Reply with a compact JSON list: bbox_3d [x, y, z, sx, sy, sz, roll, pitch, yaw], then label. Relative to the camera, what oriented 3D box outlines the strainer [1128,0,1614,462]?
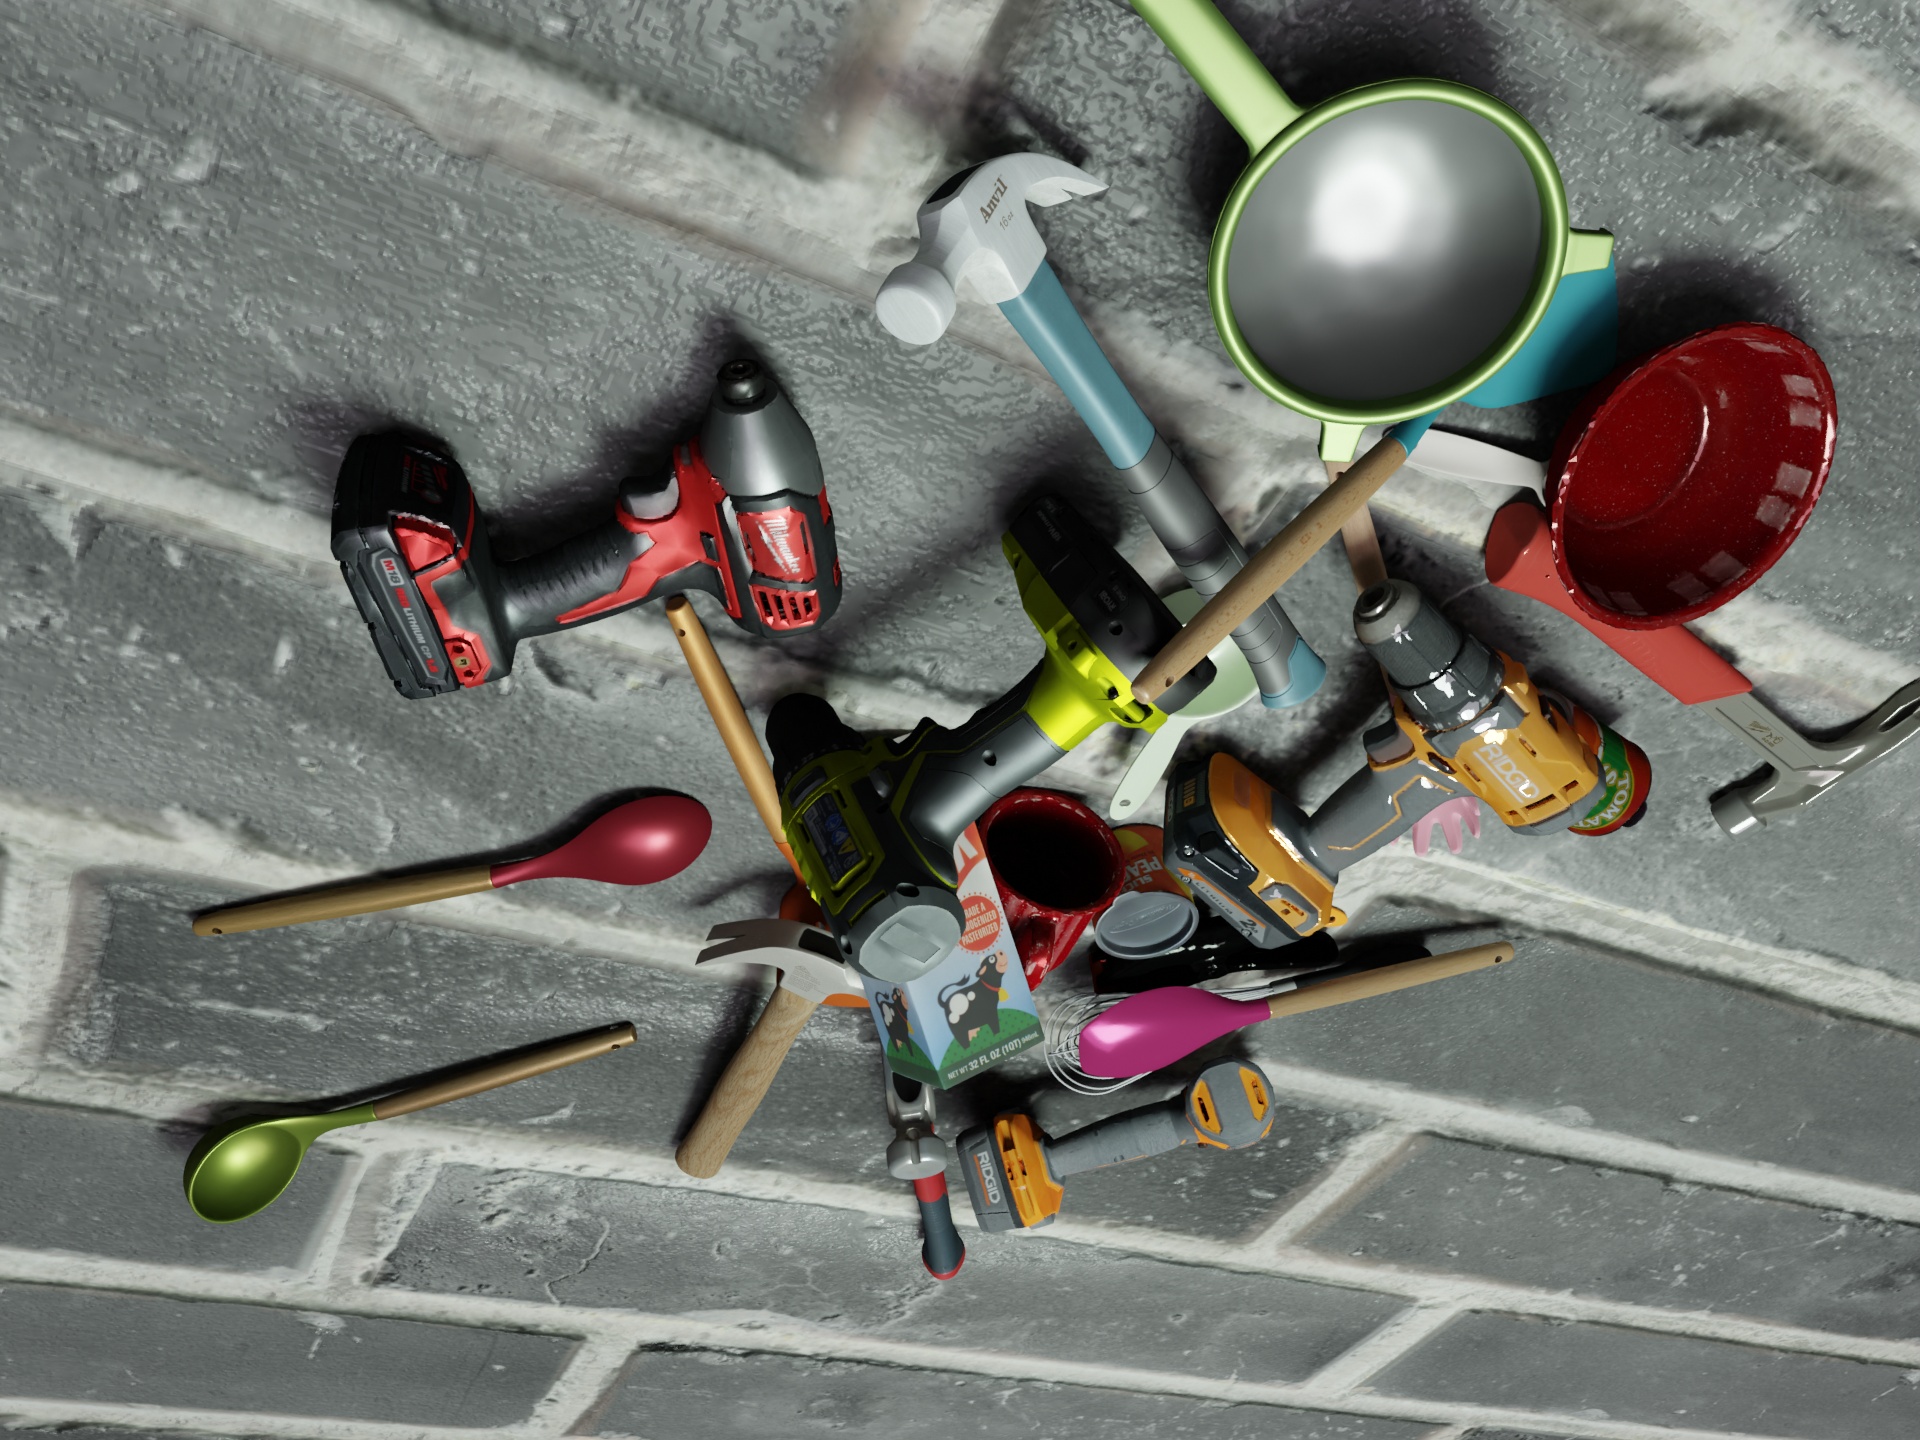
[{"bbox_3d":[0.144,-0.242,0.676,0.151,0.069,0.256,-38,116,25],"label":"strainer"}]

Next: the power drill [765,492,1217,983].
[{"bbox_3d":[-0.001,-0.003,0.812,0.228,0.191,0.080,-43,134,11],"label":"power drill"}]

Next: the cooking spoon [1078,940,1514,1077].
[{"bbox_3d":[0.232,0.190,1.084,0.319,0.017,0.068,-11,118,-11],"label":"cooking spoon"}]

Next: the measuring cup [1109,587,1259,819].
[{"bbox_3d":[0.118,-0.009,0.911,0.083,0.038,0.167,8,134,-18],"label":"measuring cup"}]

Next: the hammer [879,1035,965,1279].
[{"bbox_3d":[-0.026,0.322,1.181,0.038,0.143,0.386,-7,146,-2],"label":"hammer"}]

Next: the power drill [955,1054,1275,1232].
[{"bbox_3d":[0.123,0.309,1.177,0.226,0.084,0.164,-19,162,6],"label":"power drill"}]

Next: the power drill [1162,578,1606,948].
[{"bbox_3d":[0.220,0.026,0.905,0.226,0.084,0.185,-31,121,32],"label":"power drill"}]

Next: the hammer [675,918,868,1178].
[{"bbox_3d":[-0.140,0.231,1.070,0.130,0.031,0.331,27,136,-5],"label":"hammer"}]

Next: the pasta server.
[{"bbox_3d":[0.248,-0.031,0.911,0.060,0.040,0.315,-8,136,22],"label":"pasta server"}]

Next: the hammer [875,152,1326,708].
[{"bbox_3d":[0.086,-0.115,0.728,0.033,0.128,0.330,-2,141,42],"label":"hammer"}]

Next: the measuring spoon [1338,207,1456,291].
[{"bbox_3d":[0.194,-0.200,0.746,0.128,0.021,0.042,-34,130,21],"label":"measuring spoon"}]

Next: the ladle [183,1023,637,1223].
[{"bbox_3d":[-0.372,0.268,1.080,0.320,0.062,0.078,-17,137,3],"label":"ladle"}]

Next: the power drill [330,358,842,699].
[{"bbox_3d":[-0.171,-0.092,0.752,0.219,0.079,0.143,-10,135,-4],"label":"power drill"}]

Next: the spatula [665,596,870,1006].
[{"bbox_3d":[-0.113,0.058,0.930,0.081,0.041,0.322,2,137,21],"label":"spatula"}]

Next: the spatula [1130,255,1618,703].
[{"bbox_3d":[0.197,-0.110,0.748,0.317,0.044,0.082,-43,137,-17],"label":"spatula"}]

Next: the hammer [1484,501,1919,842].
[{"bbox_3d":[0.436,-0.038,0.939,0.358,0.037,0.149,28,123,-32],"label":"hammer"}]

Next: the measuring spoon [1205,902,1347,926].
[{"bbox_3d":[0.215,0.129,1.078,0.116,0.011,0.021,14,130,-22],"label":"measuring spoon"}]

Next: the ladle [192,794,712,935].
[{"bbox_3d":[-0.303,0.095,0.945,0.315,0.031,0.069,-10,134,2],"label":"ladle"}]

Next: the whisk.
[{"bbox_3d":[0.197,0.202,1.117,0.284,0.070,0.070,-13,135,-4],"label":"whisk"}]

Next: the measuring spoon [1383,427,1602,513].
[{"bbox_3d":[0.277,-0.137,0.833,0.124,0.018,0.034,11,117,-11],"label":"measuring spoon"}]
